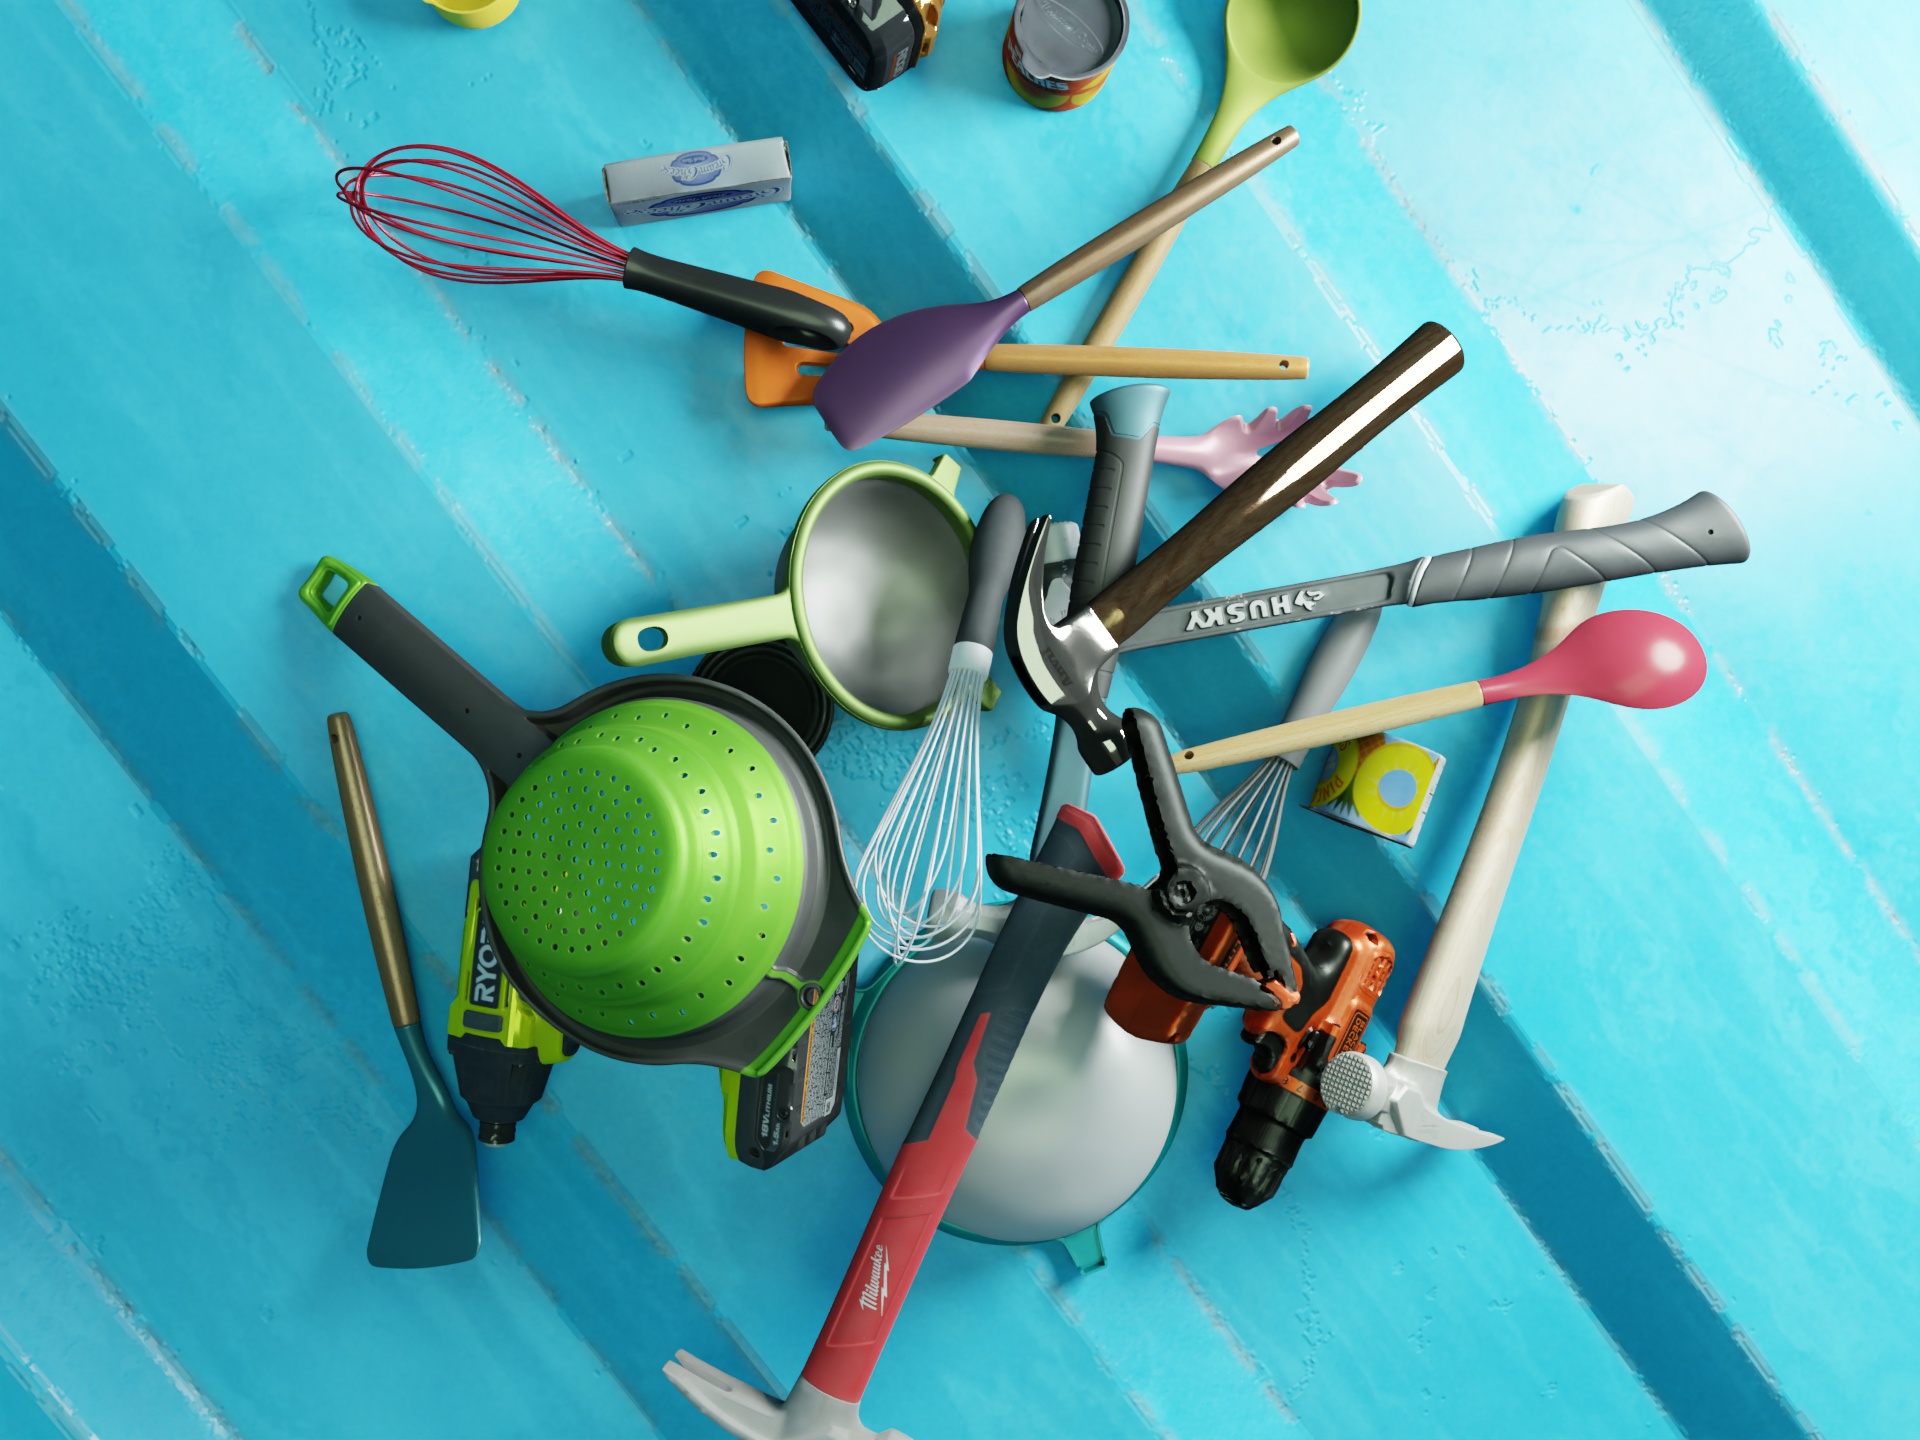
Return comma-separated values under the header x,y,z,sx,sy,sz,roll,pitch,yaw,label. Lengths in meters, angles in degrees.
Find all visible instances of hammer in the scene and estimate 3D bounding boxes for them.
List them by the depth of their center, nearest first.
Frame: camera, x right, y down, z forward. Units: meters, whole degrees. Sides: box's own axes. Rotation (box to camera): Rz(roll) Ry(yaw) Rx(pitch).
x,y,z,sx,sy,sz,roll,pitch,yaw,label
-0.024,0.219,0.860,0.143,0.038,0.386,24,93,8,hammer
0.158,-0.121,0.884,0.331,0.031,0.130,-39,100,-15,hammer
0.070,-0.028,0.900,0.128,0.033,0.331,10,90,3,hammer
0.247,-0.072,0.924,0.409,0.036,0.149,-9,88,4,hammer
0.335,0.055,0.959,0.146,0.038,0.411,24,83,-36,hammer

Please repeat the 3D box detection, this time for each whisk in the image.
x,y,z,sx,sy,sz,roll,pitch,yaw,label
-0.002,-0.002,0.867,0.070,0.070,0.285,16,66,-6,whisk
-0.203,-0.259,0.888,0.296,0.073,0.073,16,91,-3,whisk
0.192,0.022,0.957,0.055,0.055,0.239,30,85,-6,whisk

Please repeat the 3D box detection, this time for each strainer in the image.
x,y,z,sx,sy,sz,roll,pitch,yaw,label
-0.093,-0.058,0.870,0.256,0.069,0.151,-14,96,-41,strainer
-0.020,0.191,0.917,0.340,0.095,0.211,23,90,-7,strainer

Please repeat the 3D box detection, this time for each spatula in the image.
x,y,z,sx,sy,sz,roll,pitch,yaw,label
0.056,-0.253,0.902,0.316,0.018,0.060,-31,80,-2,spatula
-0.329,0.152,0.912,0.082,0.044,0.317,-11,92,23,spatula
0.038,-0.211,0.917,0.322,0.041,0.081,3,86,6,spatula

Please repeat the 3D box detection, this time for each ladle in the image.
x,y,z,sx,sy,sz,roll,pitch,yaw,label
0.271,-0.010,0.911,0.315,0.031,0.069,-13,56,3,ladle
0.130,-0.304,0.930,0.078,0.062,0.320,30,92,-5,ladle

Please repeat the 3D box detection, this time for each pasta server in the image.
x,y,z,sx,sy,sz,roll,pitch,yaw,label
0.079,-0.163,0.928,0.316,0.040,0.060,3,92,-10,pasta server

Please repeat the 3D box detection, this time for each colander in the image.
x,y,z,sx,sy,sz,roll,pitch,yaw,label
-0.231,0.025,0.823,0.397,0.094,0.204,37,94,18,colander

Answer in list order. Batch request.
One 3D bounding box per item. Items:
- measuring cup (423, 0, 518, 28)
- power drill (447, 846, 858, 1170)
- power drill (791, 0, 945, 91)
x,y,z,sx,sy,sz,roll,pitch,yaw,label
-0.308,-0.456,0.903,0.062,0.029,0.156,-42,84,-2,measuring cup
-0.178,0.167,0.885,0.223,0.080,0.171,7,91,18,power drill
-0.011,-0.492,0.898,0.226,0.084,0.185,-39,95,-7,power drill
